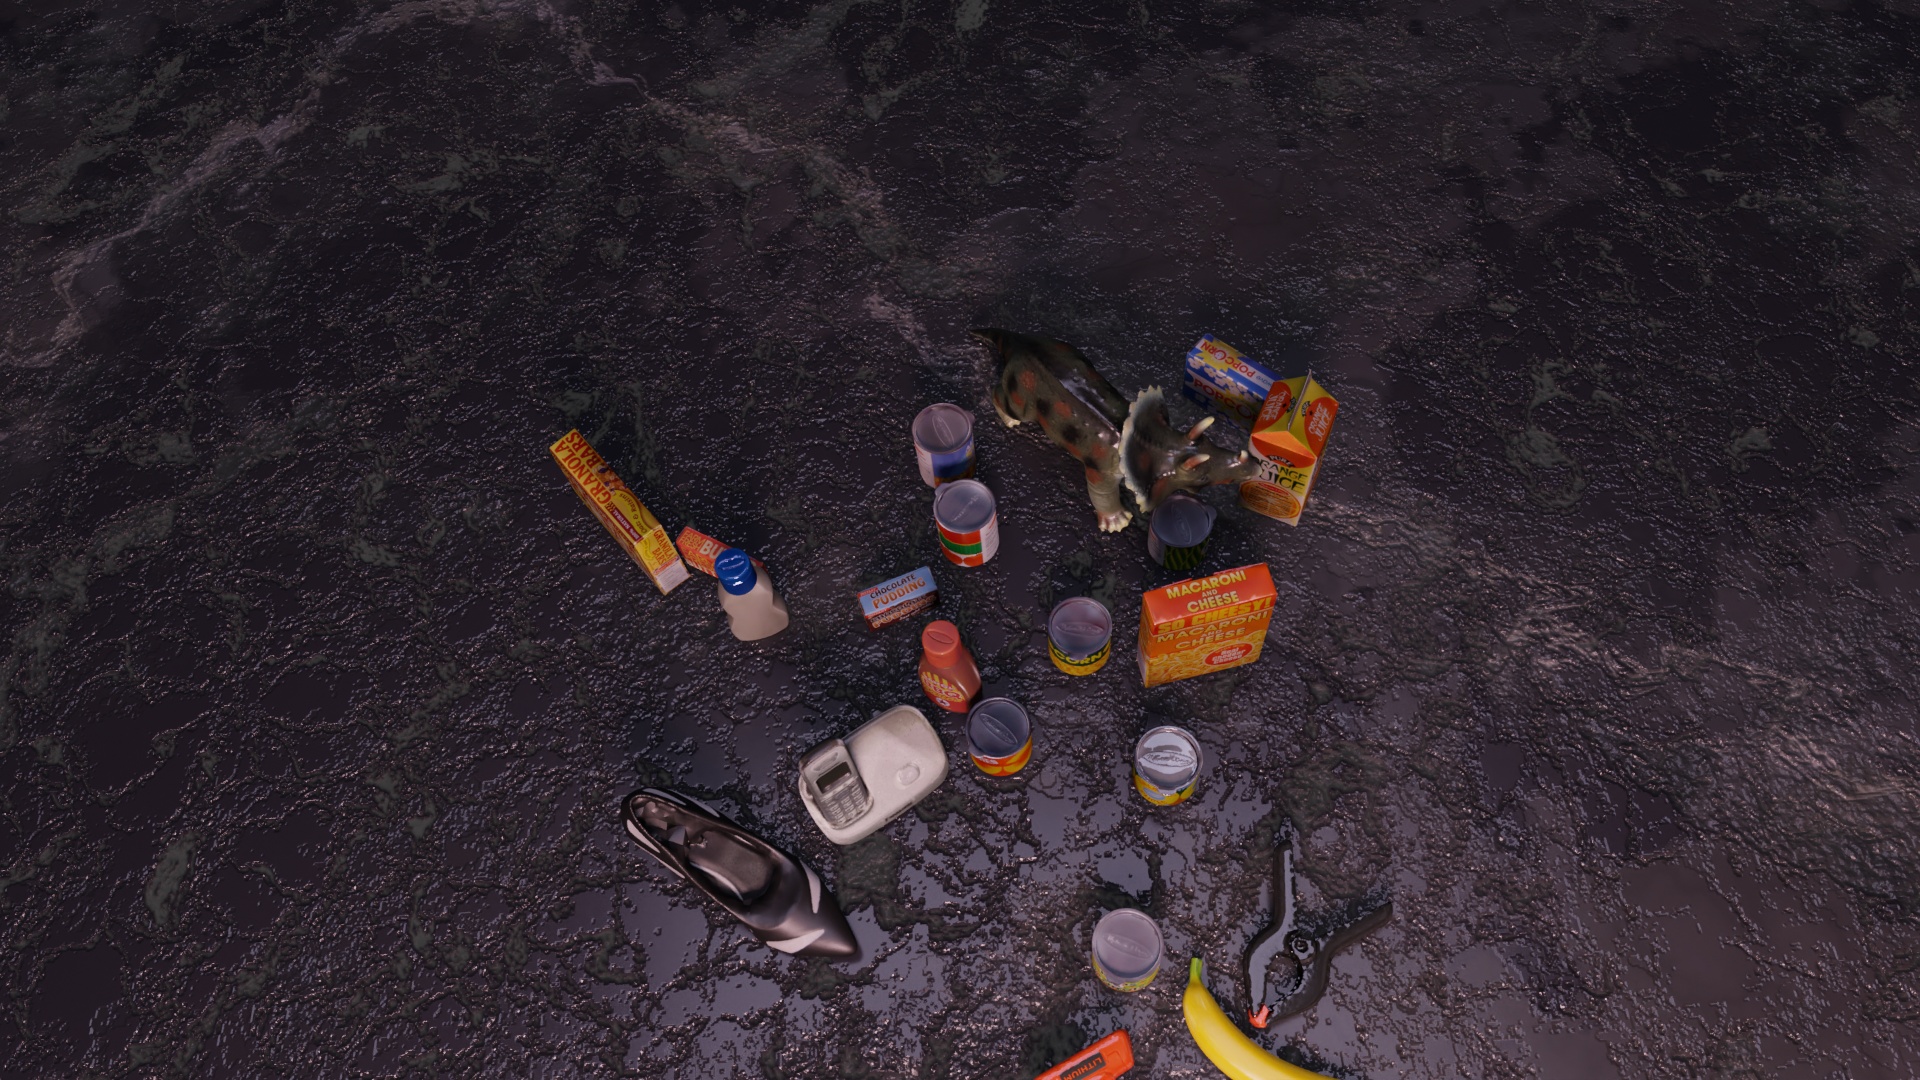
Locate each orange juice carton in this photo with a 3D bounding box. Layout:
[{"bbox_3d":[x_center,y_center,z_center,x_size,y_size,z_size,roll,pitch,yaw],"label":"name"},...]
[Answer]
[{"bbox_3d":[0.343,-0.098,1.454,0.073,0.191,0.072,21,66,15],"label":"orange juice carton"}]

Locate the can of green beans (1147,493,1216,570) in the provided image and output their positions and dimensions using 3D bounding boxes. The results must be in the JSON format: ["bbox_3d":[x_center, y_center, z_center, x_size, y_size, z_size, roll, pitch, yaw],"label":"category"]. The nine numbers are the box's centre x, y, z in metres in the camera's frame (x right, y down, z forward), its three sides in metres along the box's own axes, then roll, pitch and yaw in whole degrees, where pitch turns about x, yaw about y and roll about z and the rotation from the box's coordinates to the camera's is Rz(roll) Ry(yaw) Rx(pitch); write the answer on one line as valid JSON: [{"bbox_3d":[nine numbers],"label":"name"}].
[{"bbox_3d":[0.235,-0.009,1.492,0.071,0.057,0.071,-2,62,4],"label":"can of green beans"}]

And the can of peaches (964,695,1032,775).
[{"bbox_3d":[0.037,0.199,1.397,0.071,0.057,0.071,-2,62,4],"label":"can of peaches"}]

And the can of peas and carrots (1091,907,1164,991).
[{"bbox_3d":[0.154,0.383,1.290,0.071,0.058,0.071,-2,62,4],"label":"can of peas and carrots"}]

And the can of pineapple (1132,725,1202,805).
[{"bbox_3d":[0.203,0.224,1.371,0.071,0.057,0.071,-2,62,4],"label":"can of pineapple"}]

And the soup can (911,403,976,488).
[{"bbox_3d":[-0.014,-0.104,1.548,0.071,0.083,0.071,-2,62,4],"label":"soup can"}]

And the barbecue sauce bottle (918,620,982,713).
[{"bbox_3d":[-0.013,0.125,1.390,0.065,0.148,0.044,22,67,15],"label":"barbecue sauce bottle"}]

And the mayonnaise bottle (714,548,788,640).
[{"bbox_3d":[-0.221,0.056,1.443,0.065,0.147,0.041,-17,62,-4],"label":"mayonnaise bottle"}]

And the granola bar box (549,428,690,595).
[{"bbox_3d":[-0.371,-0.029,1.514,0.039,0.123,0.166,-39,66,-15],"label":"granola bar box"}]

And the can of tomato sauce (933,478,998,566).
[{"bbox_3d":[0.005,-0.019,1.501,0.071,0.082,0.071,-2,62,4],"label":"can of tomato sauce"}]

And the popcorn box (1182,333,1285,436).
[{"bbox_3d":[0.312,-0.166,1.553,0.127,0.085,0.038,35,71,20],"label":"popcorn box"}]

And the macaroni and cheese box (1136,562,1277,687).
[{"bbox_3d":[0.240,0.086,1.380,0.124,0.165,0.040,-14,62,-3],"label":"macaroni and cheese box"}]

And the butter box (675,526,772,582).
[{"bbox_3d":[-0.258,0.024,1.516,0.103,0.053,0.024,24,67,16],"label":"butter box"}]

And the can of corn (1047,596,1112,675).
[{"bbox_3d":[0.123,0.102,1.442,0.071,0.058,0.071,-2,62,4],"label":"can of corn"}]

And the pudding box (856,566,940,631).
[{"bbox_3d":[-0.065,0.062,1.483,0.084,0.049,0.030,-21,63,-6],"label":"pudding box"}]
